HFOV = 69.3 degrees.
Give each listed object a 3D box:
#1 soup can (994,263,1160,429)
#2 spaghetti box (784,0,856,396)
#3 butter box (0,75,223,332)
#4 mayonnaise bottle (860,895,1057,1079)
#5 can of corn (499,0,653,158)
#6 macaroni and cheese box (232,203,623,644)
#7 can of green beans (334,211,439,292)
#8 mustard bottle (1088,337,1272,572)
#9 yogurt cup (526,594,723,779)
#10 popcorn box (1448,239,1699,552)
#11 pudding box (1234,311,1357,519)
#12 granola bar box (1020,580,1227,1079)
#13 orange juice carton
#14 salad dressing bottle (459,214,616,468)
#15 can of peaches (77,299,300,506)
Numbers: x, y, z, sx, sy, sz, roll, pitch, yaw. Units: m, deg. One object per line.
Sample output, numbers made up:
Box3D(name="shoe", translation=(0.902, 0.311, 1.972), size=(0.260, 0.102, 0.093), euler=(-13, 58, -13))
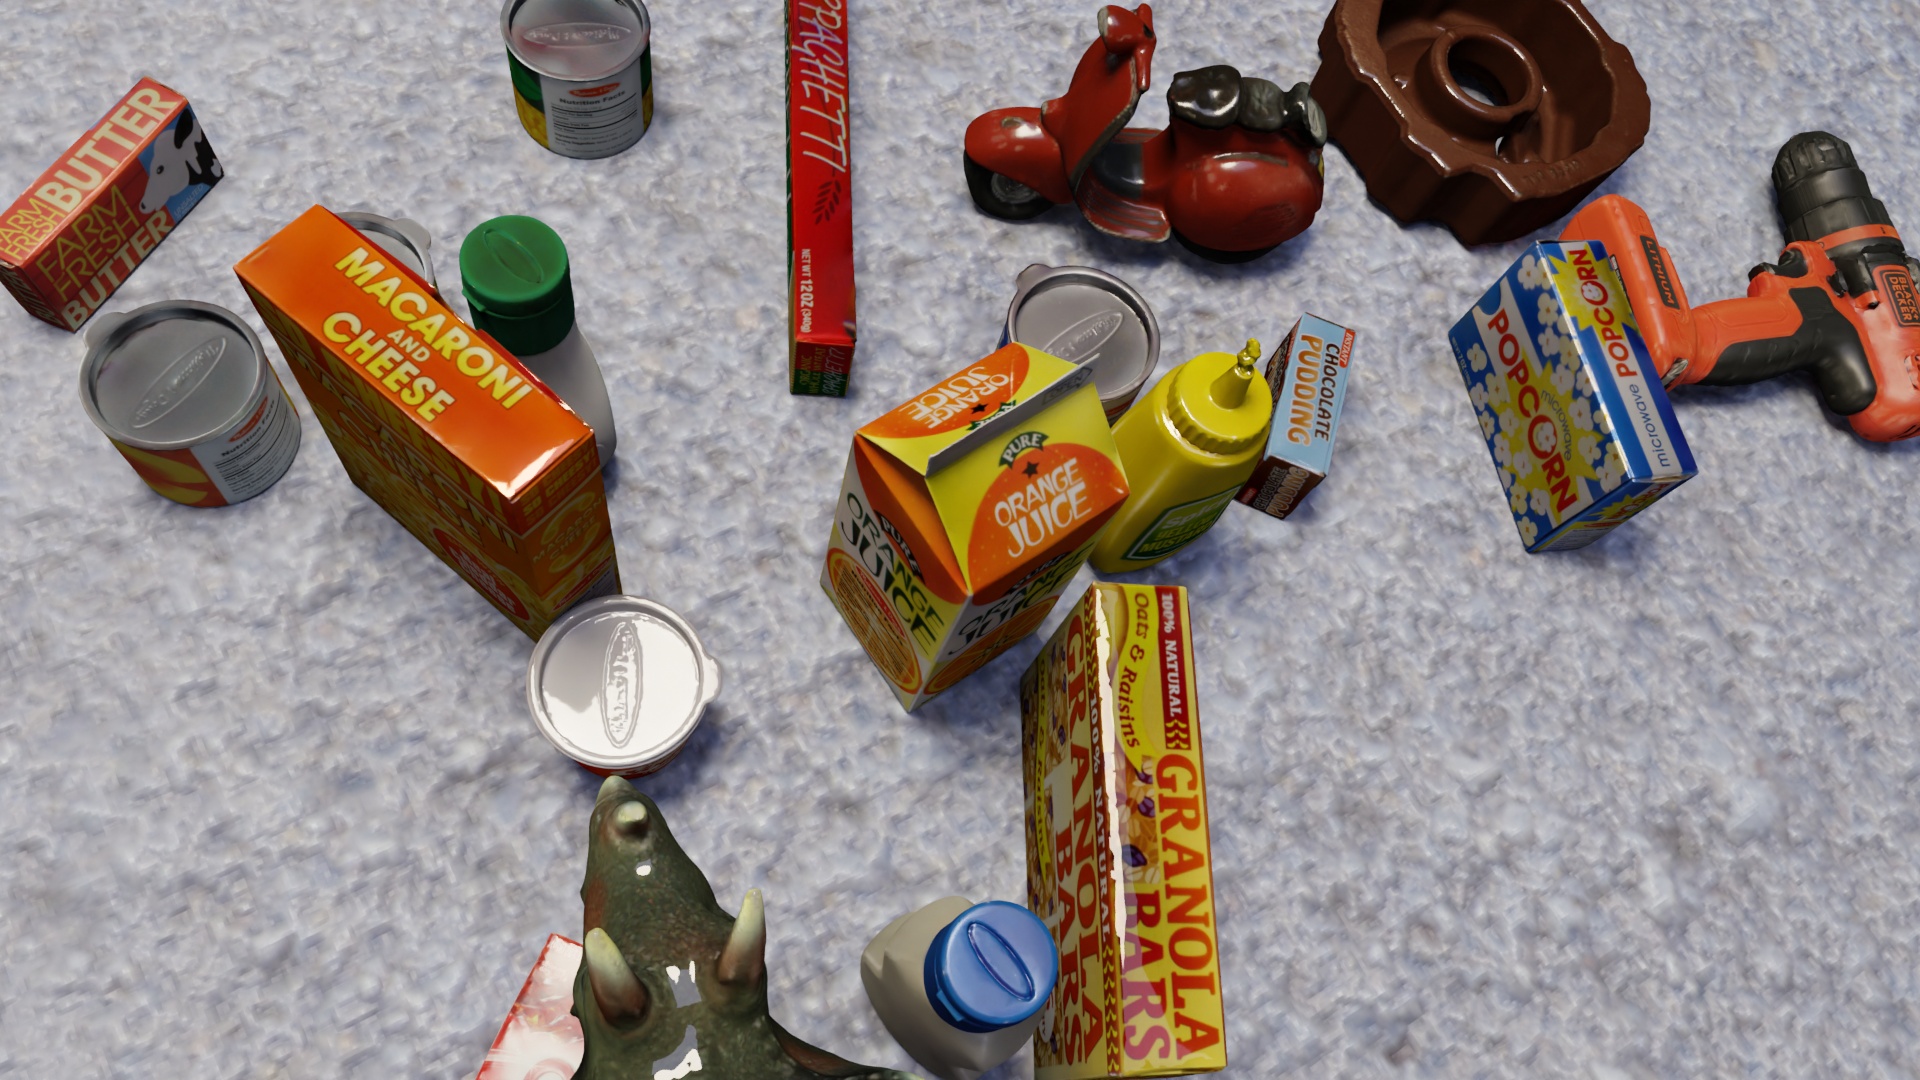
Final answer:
Box3D(name="soup can", translation=(0.044, -0.074, 0.620), size=(0.071, 0.083, 0.071), euler=(4, 67, -9))
Box3D(name="spaghetti box", translation=(-0.068, -0.190, 0.667), size=(0.029, 0.050, 0.251), euler=(1, 67, -10))
Box3D(name="butter box", translation=(-0.362, -0.142, 0.589), size=(0.024, 0.053, 0.104), euler=(28, 65, 2))
Box3D(name="mayonnaise bottle", translation=(0.000, 0.153, 0.478), size=(0.041, 0.147, 0.065), euler=(-37, 78, -22))
Box3D(name="can of corn", translation=(-0.180, -0.226, 0.657), size=(0.071, 0.058, 0.071), euler=(4, 67, -9))
Box3D(name="macaroni and cheese box", translation=(-0.186, -0.031, 0.512), size=(0.124, 0.165, 0.040), euler=(39, 66, 7))
Box3D(name="can of green beans", translation=(-0.252, -0.095, 0.587), size=(0.071, 0.057, 0.071), euler=(4, 67, -9))
Box3D(name="mustard bottle", translation=(0.091, -0.036, 0.570), size=(0.065, 0.159, 0.049), euler=(-20, 73, -18))
Box3D(name="yogurt cup", translation=(-0.132, 0.061, 0.544), size=(0.072, 0.053, 0.072), euler=(4, 67, -9))
Box3D(name="popcorn box", translation=(0.288, -0.068, 0.663), size=(0.038, 0.085, 0.127), euler=(-6, 69, -13))
Box3D(name="pudding box", translation=(0.158, -0.059, 0.654), size=(0.030, 0.049, 0.084), euler=(20, 65, -2))
Box3D(name="granola bar box", translation=(0.056, 0.113, 0.519), size=(0.039, 0.123, 0.166), euler=(3, 67, -9))
Box3D(name="orange juice carton", translation=(0.002, -0.007, 0.523), size=(0.072, 0.192, 0.073), euler=(-31, 76, -21))
Box3D(name="salad dressing bottle", translation=(-0.166, -0.069, 0.543), size=(0.064, 0.147, 0.044), euler=(44, 67, 9))
Box3D(name="can of peaches", translation=(-0.309, -0.055, 0.559), size=(0.071, 0.057, 0.071), euler=(4, 67, -9))
